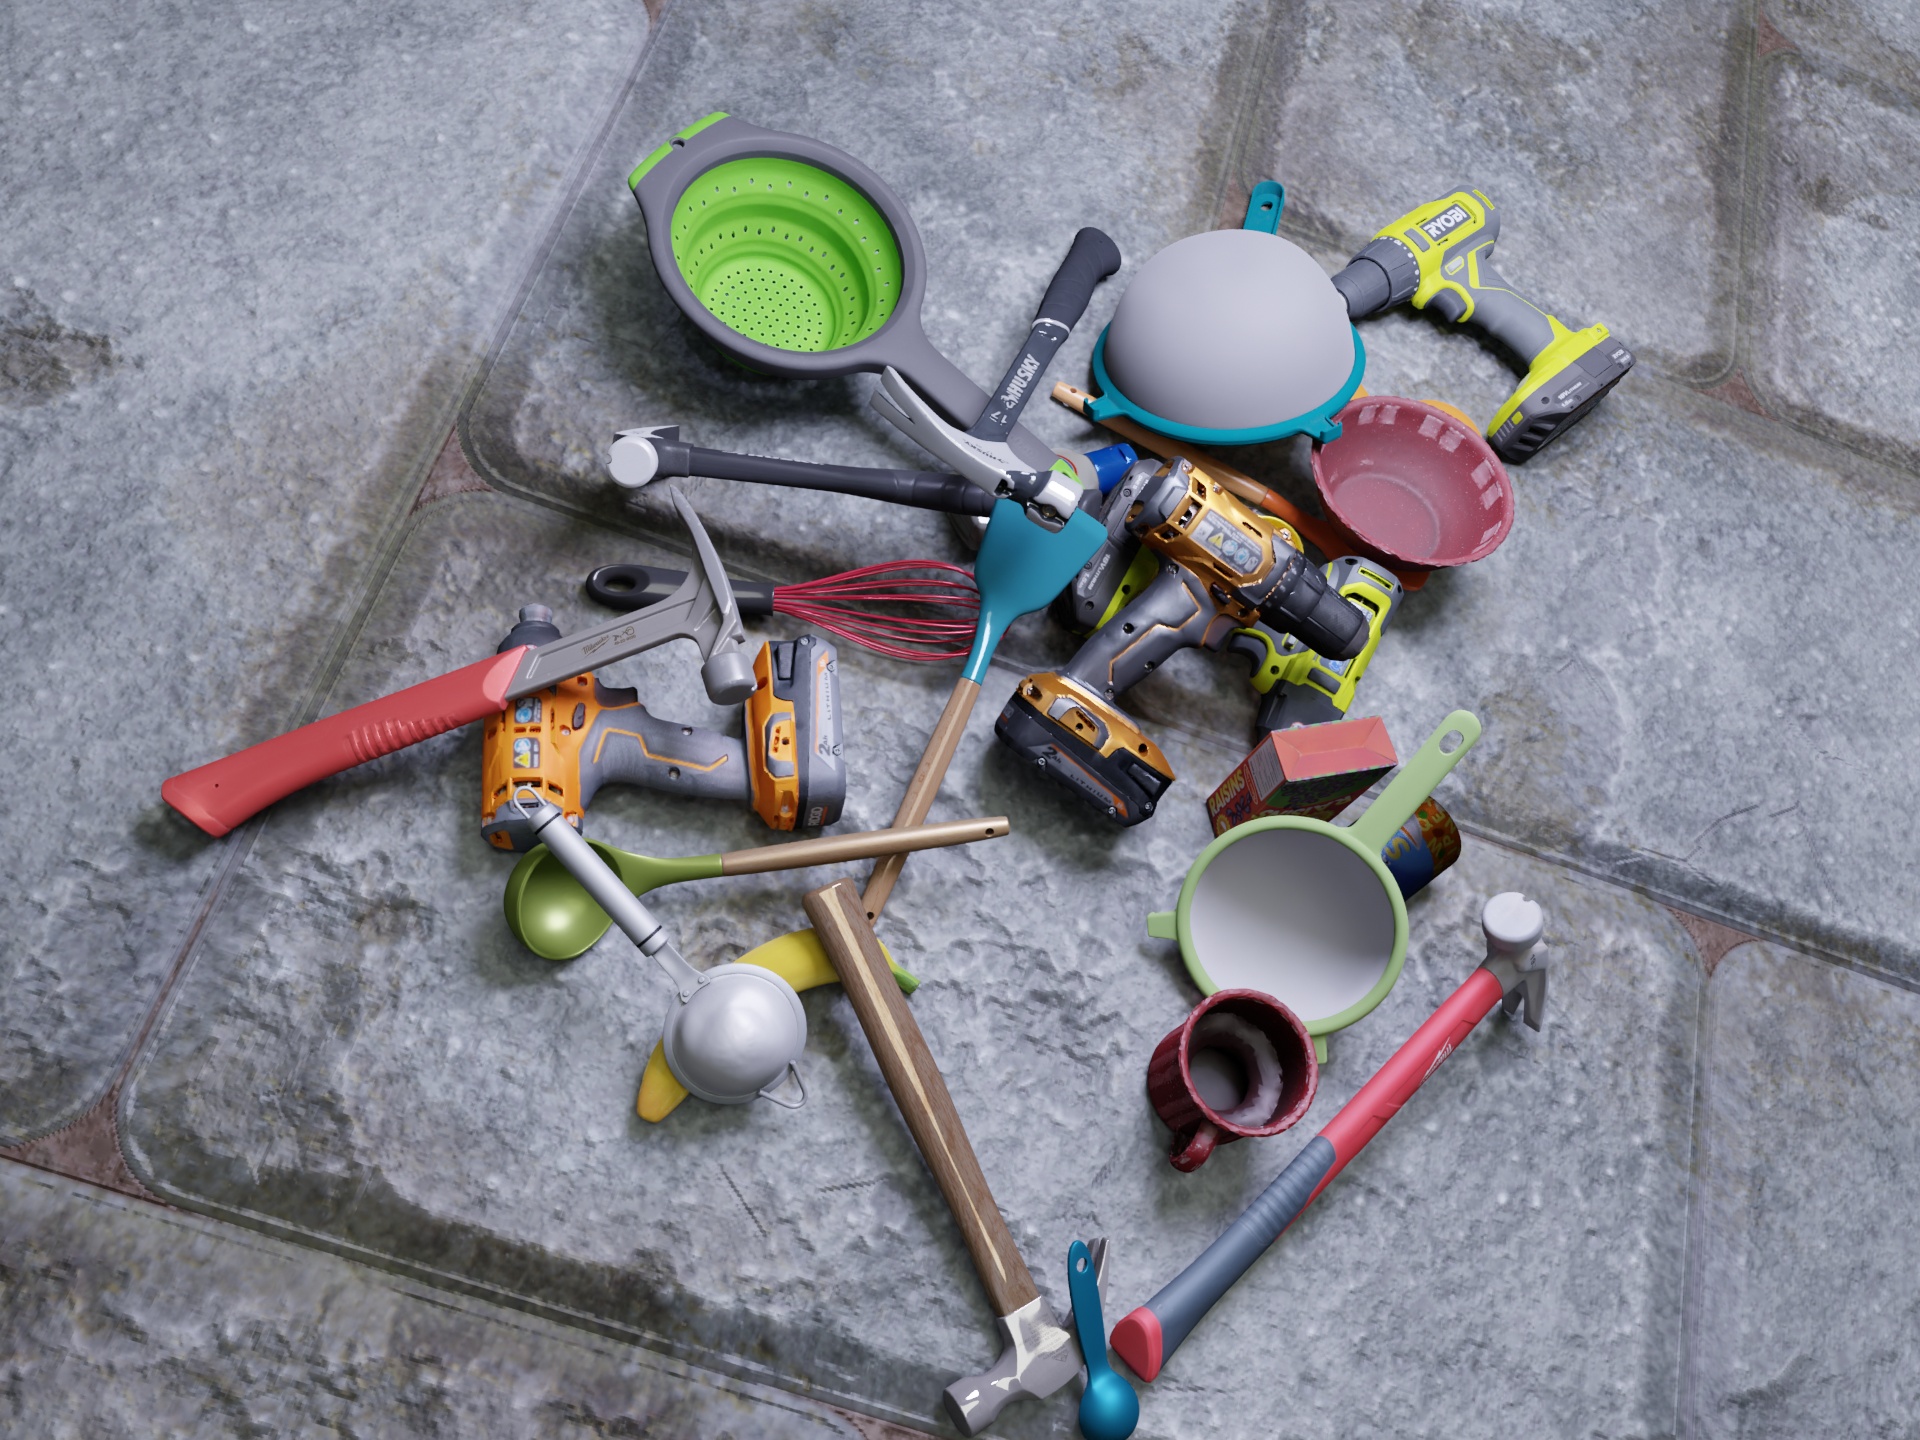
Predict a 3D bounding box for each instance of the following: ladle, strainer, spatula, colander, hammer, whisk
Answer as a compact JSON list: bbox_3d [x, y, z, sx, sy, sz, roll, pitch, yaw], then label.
[{"bbox_3d":[-0.123,0.093,1.001,0.320,0.062,0.078,-7,111,-10],"label":"ladle"},{"bbox_3d":[0.223,-0.359,1.256,0.211,0.095,0.341,8,51,14],"label":"strainer"},{"bbox_3d":[0.219,-0.192,1.242,0.322,0.041,0.081,27,59,0],"label":"spatula"},{"bbox_3d":[-0.073,-0.270,1.175,0.397,0.094,0.204,42,62,0],"label":"colander"},{"bbox_3d":[0.247,0.279,1.028,0.386,0.143,0.038,-41,49,-15],"label":"hammer"},{"bbox_3d":[-0.312,-0.022,0.978,0.359,0.036,0.149,-21,67,-3],"label":"hammer"},{"bbox_3d":[0.055,-0.276,1.153,0.149,0.036,0.409,30,39,-4],"label":"hammer"},{"bbox_3d":[0.254,0.091,1.058,0.151,0.069,0.256,39,106,7],"label":"strainer"},{"bbox_3d":[-0.110,-0.083,1.105,0.296,0.073,0.073,4,66,-5],"label":"whisk"},{"bbox_3d":[-0.066,-0.164,1.091,0.334,0.146,0.035,6,103,-6],"label":"hammer"},{"bbox_3d":[-0.178,0.138,0.944,0.087,0.050,0.258,-42,94,-7],"label":"strainer"},{"bbox_3d":[-0.012,0.251,0.976,0.130,0.031,0.331,-22,82,-24],"label":"hammer"},{"bbox_3d":[-0.002,-0.003,1.056,0.082,0.044,0.317,26,81,-17],"label":"spatula"}]

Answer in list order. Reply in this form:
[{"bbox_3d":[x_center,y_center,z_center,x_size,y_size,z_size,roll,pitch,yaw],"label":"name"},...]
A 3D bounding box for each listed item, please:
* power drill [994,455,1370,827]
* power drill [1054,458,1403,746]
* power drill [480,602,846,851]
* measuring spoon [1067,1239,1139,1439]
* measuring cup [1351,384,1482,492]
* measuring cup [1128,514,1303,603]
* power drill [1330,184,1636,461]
[{"bbox_3d":[0.153,-0.038,1.081,0.185,0.084,0.226,35,94,-9],"label":"power drill"},{"bbox_3d":[0.189,-0.075,1.155,0.223,0.080,0.171,29,83,-3],"label":"power drill"},{"bbox_3d":[-0.194,-0.002,1.035,0.226,0.084,0.164,-2,68,-11],"label":"power drill"},{"bbox_3d":[0.085,0.371,0.944,0.042,0.021,0.128,-15,98,-36],"label":"measuring spoon"},{"bbox_3d":[0.356,-0.250,1.294,0.095,0.052,0.174,-30,79,-24],"label":"measuring cup"},{"bbox_3d":[0.185,-0.112,1.213,0.156,0.029,0.062,-16,76,-8],"label":"measuring cup"},{"bbox_3d":[0.431,-0.333,1.339,0.190,0.080,0.228,-35,77,-25],"label":"power drill"}]
